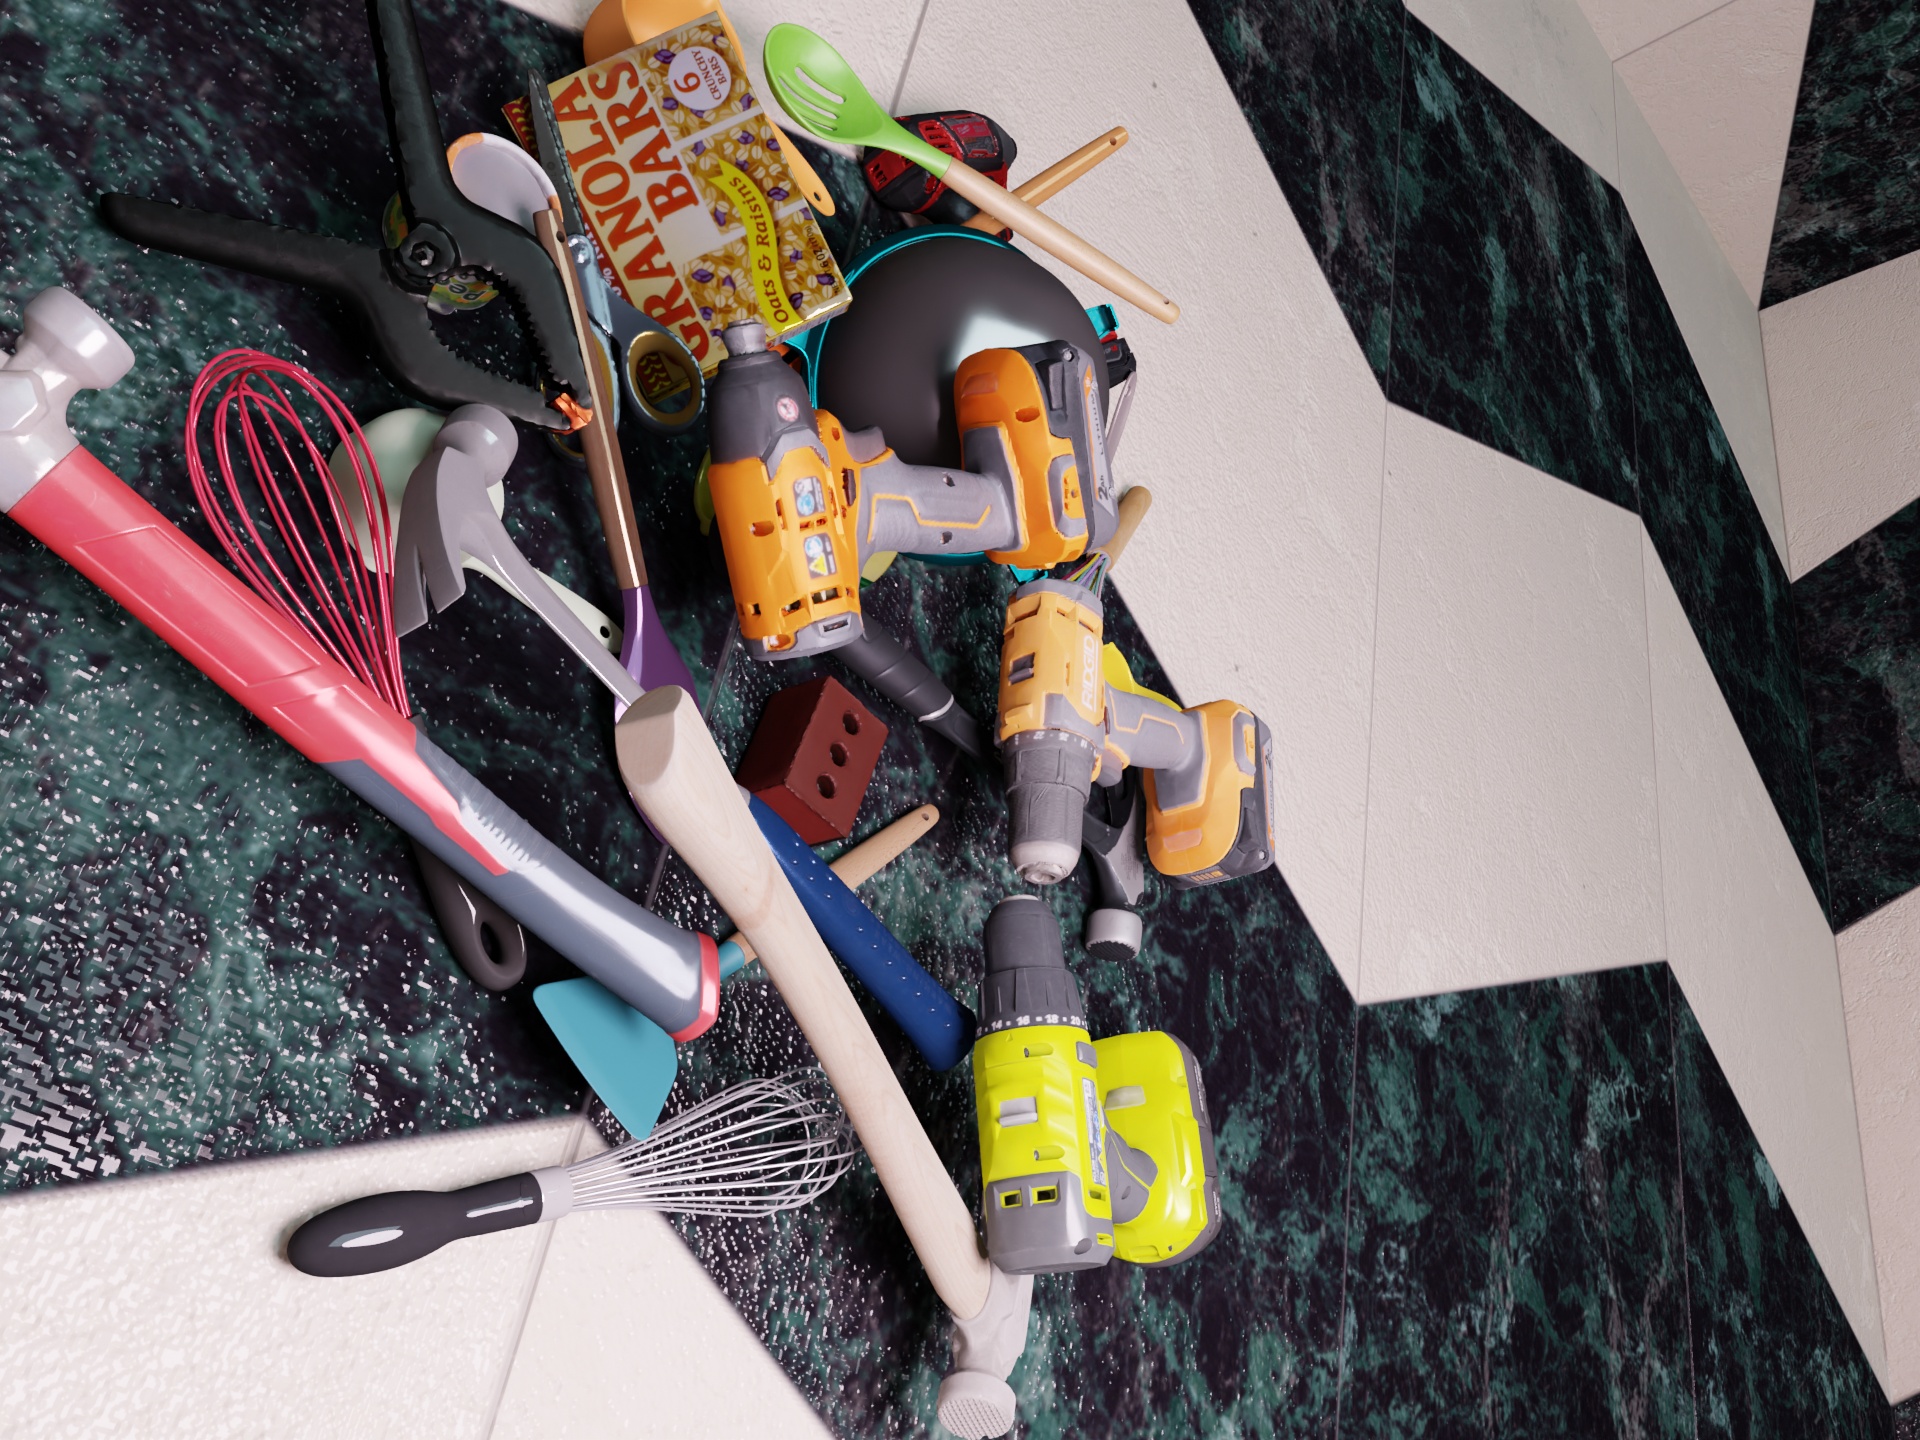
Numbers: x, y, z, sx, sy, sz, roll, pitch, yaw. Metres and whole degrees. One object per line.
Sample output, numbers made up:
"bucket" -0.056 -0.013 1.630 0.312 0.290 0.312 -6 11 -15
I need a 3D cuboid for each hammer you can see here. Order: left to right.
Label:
"hammer" -0.248 0.021 0.635 0.386 0.038 0.143 46 72 -26
"hammer" -0.114 0.038 0.754 0.405 0.035 0.144 52 19 -29
"hammer" -0.049 0.152 0.746 0.146 0.038 0.410 -76 147 -55
"hammer" -0.002 -0.003 0.951 0.408 0.036 0.149 40 47 -40

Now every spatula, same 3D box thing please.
"spatula" -0.170 -0.091 0.788 0.060 0.018 0.316 -23 107 -49
"spatula" -0.094 0.106 0.823 0.082 0.044 0.317 53 39 3
"spatula" -0.009 -0.296 1.007 0.322 0.041 0.081 -38 108 -17

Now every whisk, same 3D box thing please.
"whisk" -0.250 -0.017 0.684 0.073 0.073 0.295 -33 108 -49
"whisk" -0.156 0.204 0.710 0.284 0.070 0.070 1 75 -44
"whisk" 0.092 -0.106 1.121 0.047 0.051 0.245 51 41 -15

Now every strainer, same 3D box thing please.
"strainer" -0.036 -0.216 0.931 0.340 0.095 0.211 19 86 -31

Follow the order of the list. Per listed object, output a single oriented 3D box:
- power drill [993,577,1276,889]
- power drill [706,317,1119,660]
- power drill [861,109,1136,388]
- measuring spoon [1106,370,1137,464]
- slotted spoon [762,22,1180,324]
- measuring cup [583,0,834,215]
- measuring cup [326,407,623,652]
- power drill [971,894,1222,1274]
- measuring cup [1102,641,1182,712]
"power drill" 0.106 0.037 0.989 0.226 0.084 0.185 30 53 -40
"power drill" -0.029 -0.136 0.827 0.226 0.084 0.164 -21 106 -36
"power drill" 0.029 -0.318 1.105 0.143 0.078 0.219 -32 97 -50
"measuring spoon" 0.098 -0.189 1.127 0.034 0.018 0.124 -17 129 -60
"slotted spoon" 0.011 -0.329 0.991 0.313 0.031 0.070 26 58 -22
"measuring cup" -0.147 -0.354 0.933 0.173 0.052 0.095 44 47 -32
"measuring cup" -0.217 -0.084 0.757 0.167 0.038 0.083 37 51 -32
"power drill" 0.072 0.213 0.891 0.228 0.080 0.191 41 39 -57
"measuring cup" 0.121 -0.011 1.139 0.156 0.029 0.062 23 59 -56
